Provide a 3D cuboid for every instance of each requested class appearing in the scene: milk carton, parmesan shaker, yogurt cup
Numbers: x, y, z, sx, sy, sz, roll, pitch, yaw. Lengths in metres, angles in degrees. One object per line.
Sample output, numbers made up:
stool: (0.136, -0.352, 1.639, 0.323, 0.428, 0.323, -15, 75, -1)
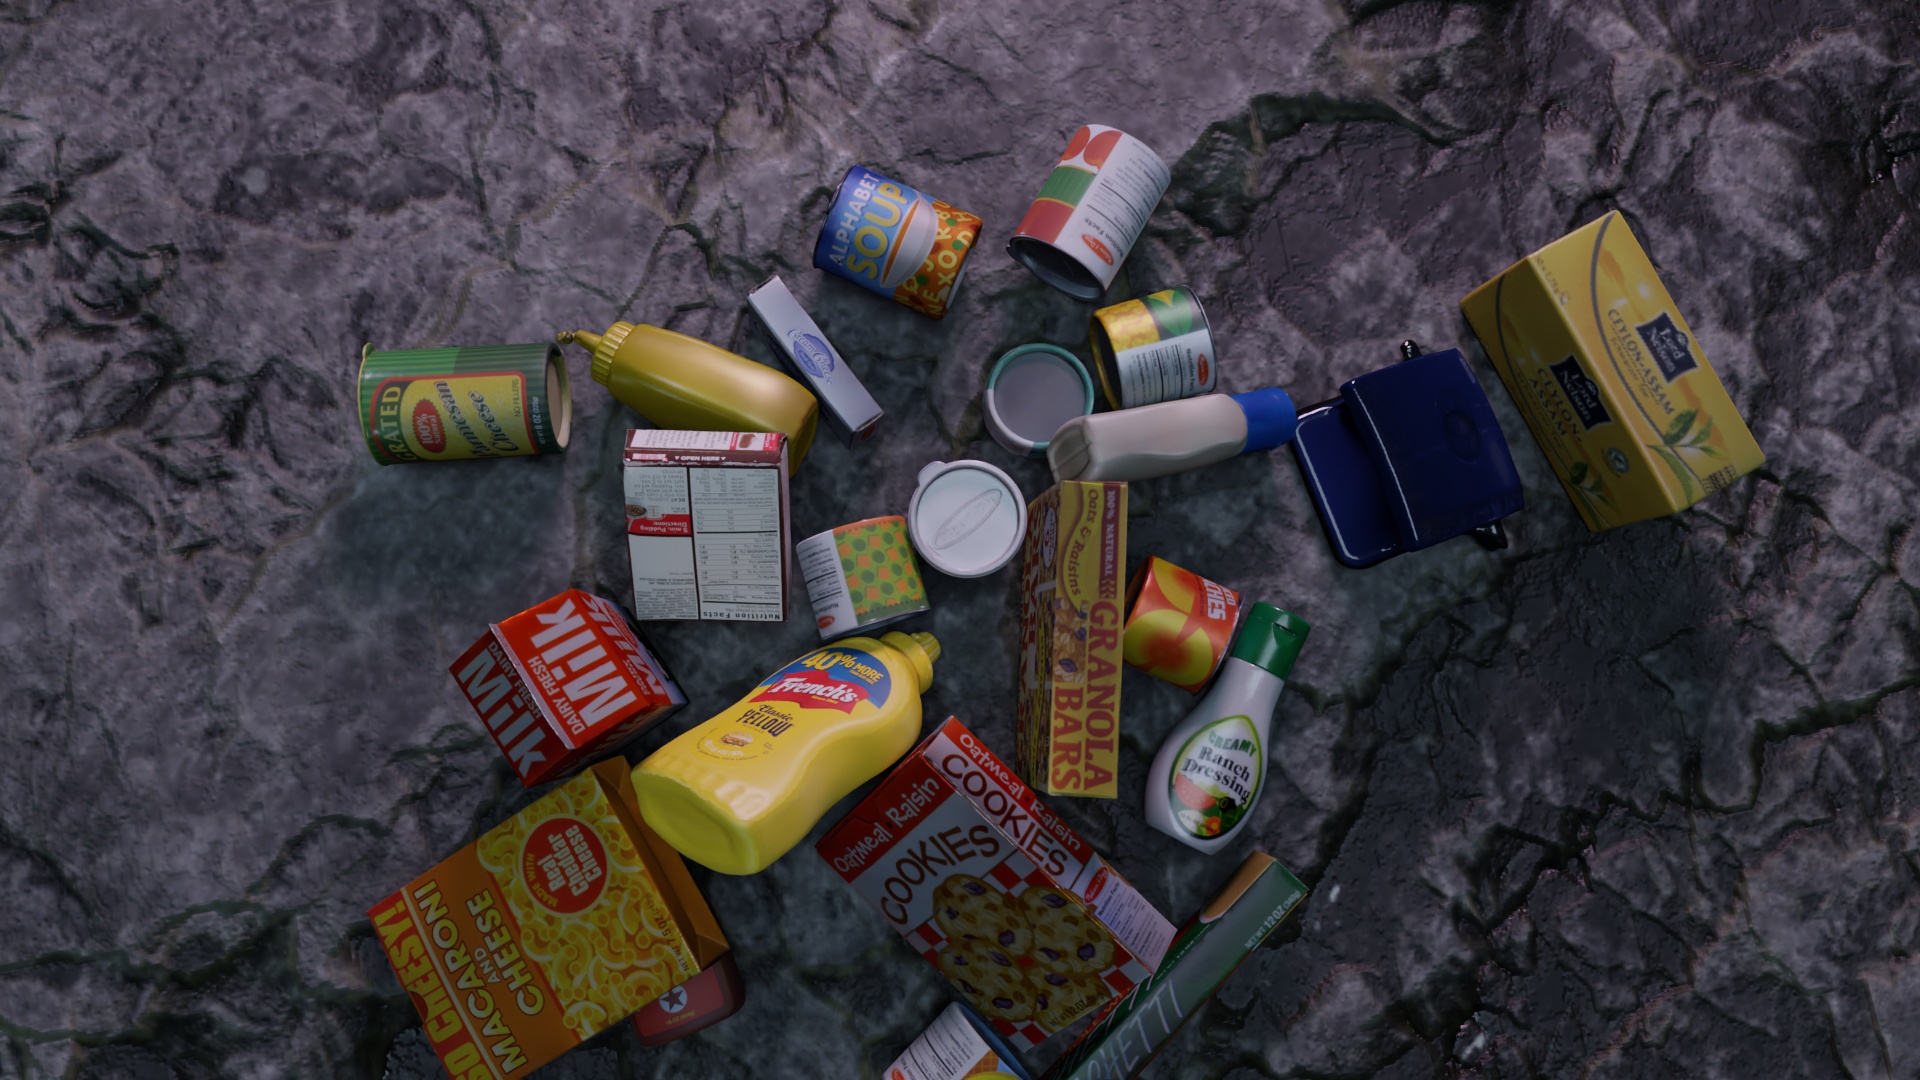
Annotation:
milk carton: (-0.202, 0.077, 0.725, 0.073, 0.190, 0.072, -34, 87, -6)
parmesan shaker: (-0.283, -0.082, 0.799, 0.103, 0.071, 0.071, -4, 84, -3)
yogurt cup: (0.003, -0.010, 0.815, 0.072, 0.054, 0.072, 0, 84, -3)

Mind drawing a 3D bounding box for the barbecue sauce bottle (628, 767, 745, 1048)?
barbecue sauce bottle: (-0.176, 0.204, 0.786, 0.065, 0.043, 0.148, -22, 85, 2)

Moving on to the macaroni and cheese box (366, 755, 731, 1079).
macaroni and cheese box: (-0.226, 0.212, 0.755, 0.166, 0.040, 0.124, -33, 82, 13)

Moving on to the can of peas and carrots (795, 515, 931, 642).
can of peas and carrots: (-0.054, 0.022, 0.804, 0.071, 0.071, 0.059, -16, 85, -5)

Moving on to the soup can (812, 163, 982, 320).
soup can: (-0.037, -0.177, 0.823, 0.084, 0.071, 0.071, 23, 83, -1)

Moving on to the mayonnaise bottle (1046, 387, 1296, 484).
mayonnaise bottle: (0.127, -0.061, 0.815, 0.148, 0.064, 0.041, -13, 80, -24)

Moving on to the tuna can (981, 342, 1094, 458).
tuna can: (0.049, -0.086, 0.837, 0.071, 0.033, 0.071, 0, 84, -3)

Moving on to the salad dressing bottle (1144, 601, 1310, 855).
salad dressing bottle: (0.159, 0.109, 0.816, 0.064, 0.044, 0.148, 27, 83, -5)

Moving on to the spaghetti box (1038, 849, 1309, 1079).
spaghetti box: (0.099, 0.277, 0.791, 0.250, 0.050, 0.029, -45, 86, -7)

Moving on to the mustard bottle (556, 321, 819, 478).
mustard bottle: (-0.162, -0.091, 0.810, 0.160, 0.065, 0.049, 25, 61, 2)

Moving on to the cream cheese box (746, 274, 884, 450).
cream cheese box: (-0.087, -0.103, 0.821, 0.024, 0.053, 0.104, -38, 87, -12)

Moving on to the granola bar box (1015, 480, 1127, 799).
granola bar box: (0.059, 0.056, 0.776, 0.039, 0.124, 0.165, 3, 83, -6)

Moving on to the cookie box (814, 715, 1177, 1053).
cookie box: (0.015, 0.191, 0.763, 0.167, 0.122, 0.040, 44, 40, 2)

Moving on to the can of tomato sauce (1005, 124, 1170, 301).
can of tomato sauce: (0.077, -0.197, 0.836, 0.071, 0.071, 0.083, 31, 83, 0)

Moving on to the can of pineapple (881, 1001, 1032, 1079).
can of pineapple: (0.000, 0.303, 0.775, 0.058, 0.071, 0.071, -44, 88, -7)

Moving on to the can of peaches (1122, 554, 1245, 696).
can of peaches: (0.124, 0.047, 0.809, 0.058, 0.071, 0.071, 24, 83, 0)

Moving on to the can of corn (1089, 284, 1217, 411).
can of corn: (0.113, -0.114, 0.829, 0.058, 0.071, 0.071, -16, 85, -4)
